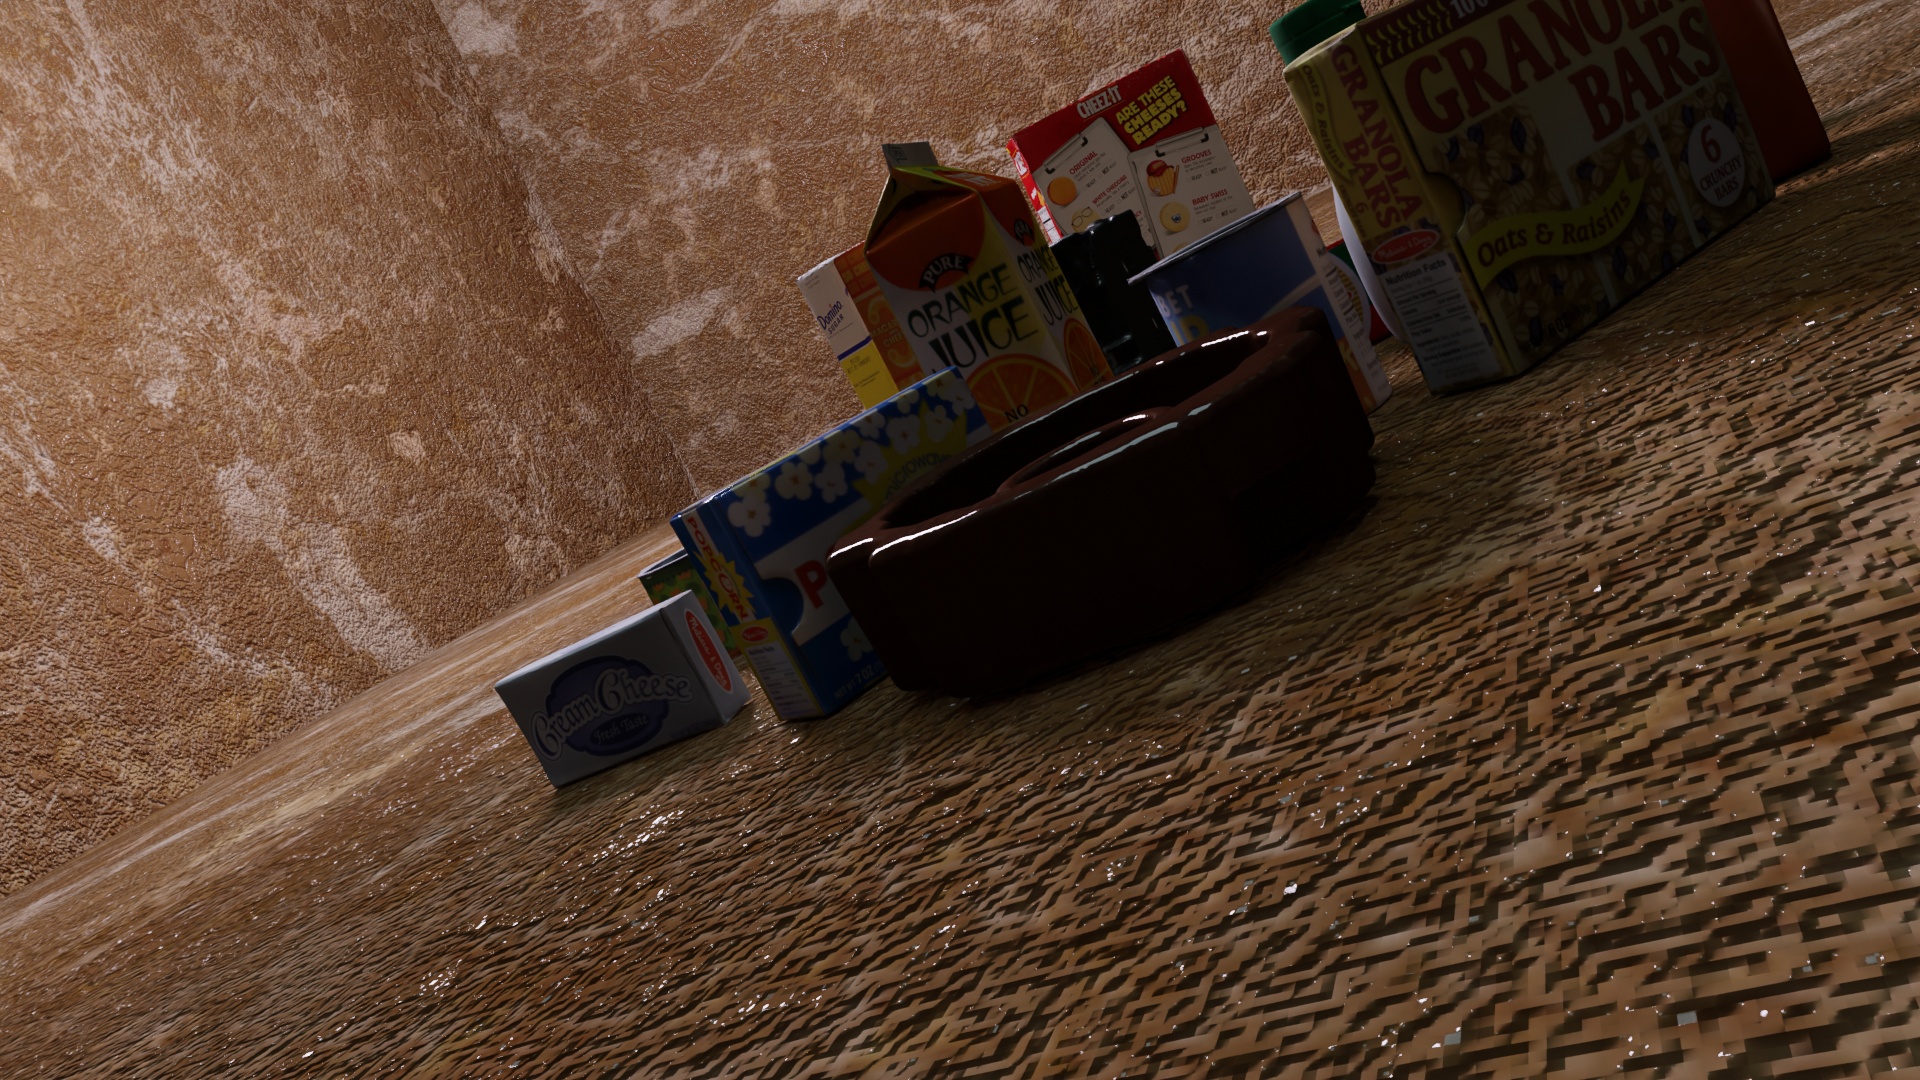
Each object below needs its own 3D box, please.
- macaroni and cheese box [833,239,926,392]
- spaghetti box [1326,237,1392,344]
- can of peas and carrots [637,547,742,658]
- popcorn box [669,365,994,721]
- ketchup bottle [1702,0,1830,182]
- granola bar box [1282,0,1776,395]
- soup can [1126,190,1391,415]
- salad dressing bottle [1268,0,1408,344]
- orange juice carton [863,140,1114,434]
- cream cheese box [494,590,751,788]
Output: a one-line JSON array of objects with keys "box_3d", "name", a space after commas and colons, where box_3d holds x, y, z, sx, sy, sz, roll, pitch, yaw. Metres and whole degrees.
[{"box_3d": [-0.002, -0.124, 0.891, 0.040, 0.166, 0.124, -23, 9, 33], "name": "macaroni and cheese box"}, {"box_3d": [0.247, -0.149, 0.654, 0.250, 0.050, 0.029, -27, 8, 0], "name": "spaghetti box"}, {"box_3d": [-0.128, 0.029, 0.728, 0.071, 0.058, 0.071, -27, 8, 4], "name": "can of peas and carrots"}, {"box_3d": [-0.033, -0.001, 0.516, 0.127, 0.085, 0.038, -34, 10, -37], "name": "popcorn box"}, {"box_3d": [0.293, -0.213, 0.554, 0.043, 0.148, 0.065, -26, 8, 11], "name": "ketchup bottle"}, {"box_3d": [0.205, -0.142, 0.486, 0.166, 0.124, 0.039, -31, 9, -26], "name": "granola bar box"}, {"box_3d": [0.114, -0.079, 0.529, 0.071, 0.083, 0.071, -27, 8, 4], "name": "soup can"}, {"box_3d": [0.177, -0.156, 0.580, 0.064, 0.147, 0.044, -32, 9, -32], "name": "salad dressing bottle"}, {"box_3d": [0.015, -0.122, 0.730, 0.073, 0.192, 0.072, -24, 8, 25], "name": "orange juice carton"}, {"box_3d": [-0.141, 0.063, 0.577, 0.103, 0.053, 0.024, -23, 9, 28], "name": "cream cheese box"}]
